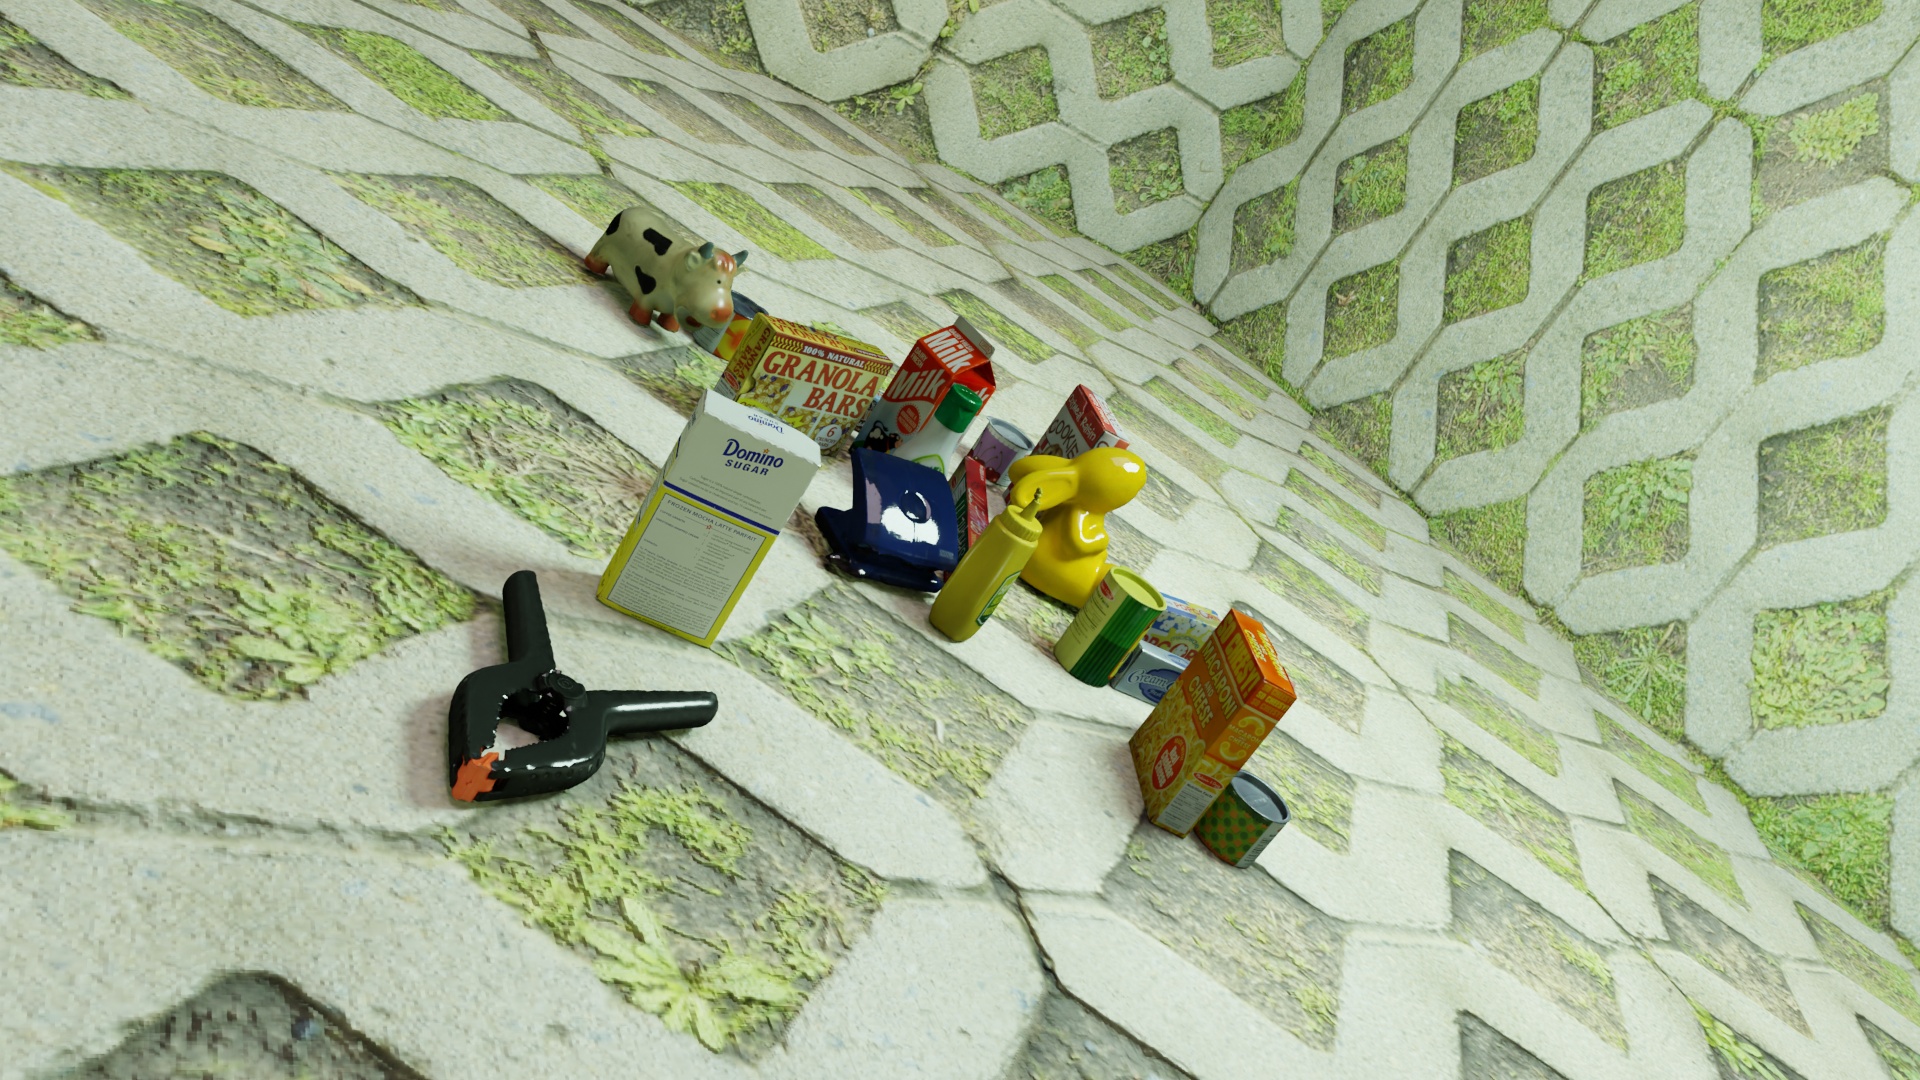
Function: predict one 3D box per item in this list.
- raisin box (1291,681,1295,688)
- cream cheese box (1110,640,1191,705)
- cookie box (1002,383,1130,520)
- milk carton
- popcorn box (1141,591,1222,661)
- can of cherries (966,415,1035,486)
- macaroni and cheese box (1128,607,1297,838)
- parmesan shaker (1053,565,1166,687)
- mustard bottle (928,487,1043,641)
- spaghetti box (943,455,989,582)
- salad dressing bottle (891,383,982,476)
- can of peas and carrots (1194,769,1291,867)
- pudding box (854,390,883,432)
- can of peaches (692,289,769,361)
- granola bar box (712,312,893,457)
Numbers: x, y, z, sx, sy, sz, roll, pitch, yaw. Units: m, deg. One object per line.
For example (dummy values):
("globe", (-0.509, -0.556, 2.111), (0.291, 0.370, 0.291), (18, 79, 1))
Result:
("raisin box", (0.243, 0.161, 1.308), (0.086, 0.123, 0.040), (37, 21, 7))
("cream cheese box", (0.205, 0.140, 1.396), (0.104, 0.053, 0.024), (24, 22, -23))
("cookie box", (0.118, -0.081, 1.593), (0.040, 0.166, 0.123), (25, 22, -24))
("milk carton", (-0.032, -0.145, 1.481), (0.073, 0.190, 0.072), (9, 32, -49))
("popcorn box", (0.205, 0.100, 1.441), (0.127, 0.085, 0.038), (19, 25, -34))
("can of cherries", (0.047, -0.110, 1.703), (0.071, 0.058, 0.072), (29, 21, -12))
("macaroni and cheese box", (0.218, 0.158, 1.218), (0.040, 0.166, 0.124), (28, 21, -16))
("parmesan shaker", (0.145, 0.084, 1.363), (0.071, 0.102, 0.071), (29, 21, -12))
("mustard bottle", (0.032, 0.019, 1.260), (0.049, 0.159, 0.065), (38, 21, 12))
("spaghetti box", (0.005, -0.018, 1.455), (0.028, 0.050, 0.251), (29, 21, -14))
("salad dressing bottle", (-0.031, -0.092, 1.426), (0.064, 0.147, 0.044), (22, 23, -28))
("can of peas and carrots", (0.245, 0.243, 1.224), (0.071, 0.058, 0.071), (29, 21, -12))
("pudding box", (-0.118, -0.154, 1.573), (0.083, 0.049, 0.030), (28, 21, -16))
("can of peaches", (-0.255, -0.239, 1.545), (0.071, 0.058, 0.071), (29, 21, -12))
("granola bar box", (-0.162, -0.153, 1.400), (0.166, 0.123, 0.039), (8, 33, -49))
